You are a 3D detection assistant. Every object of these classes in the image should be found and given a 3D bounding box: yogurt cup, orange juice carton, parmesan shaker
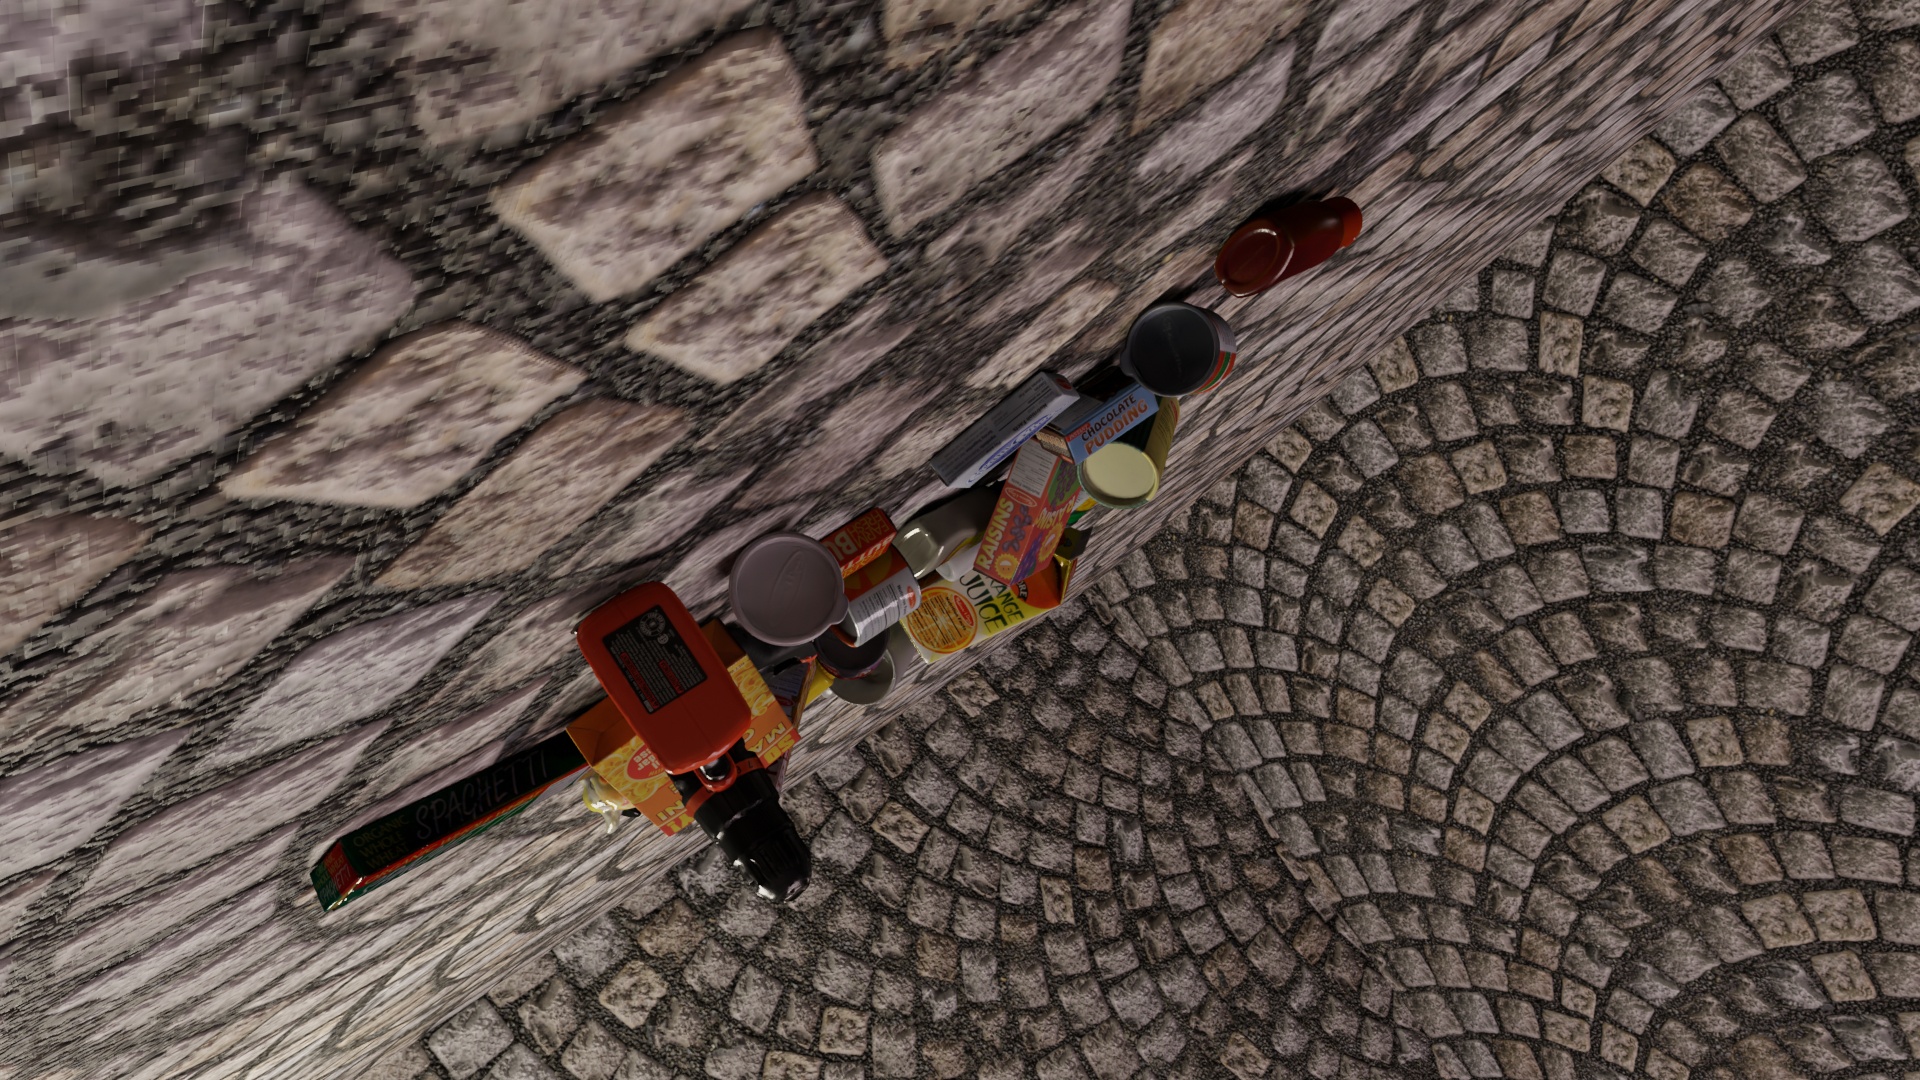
[{"bbox_3d":[-0.108,0.031,0.842,0.072,0.072,0.054,-34,180,-15],"label":"yogurt cup"},{"bbox_3d":[0.038,0.039,1.313,0.192,0.073,0.072,-26,-168,21],"label":"orange juice carton"},{"bbox_3d":[0.132,-0.081,1.095,0.071,0.071,0.103,-42,-166,37],"label":"parmesan shaker"}]

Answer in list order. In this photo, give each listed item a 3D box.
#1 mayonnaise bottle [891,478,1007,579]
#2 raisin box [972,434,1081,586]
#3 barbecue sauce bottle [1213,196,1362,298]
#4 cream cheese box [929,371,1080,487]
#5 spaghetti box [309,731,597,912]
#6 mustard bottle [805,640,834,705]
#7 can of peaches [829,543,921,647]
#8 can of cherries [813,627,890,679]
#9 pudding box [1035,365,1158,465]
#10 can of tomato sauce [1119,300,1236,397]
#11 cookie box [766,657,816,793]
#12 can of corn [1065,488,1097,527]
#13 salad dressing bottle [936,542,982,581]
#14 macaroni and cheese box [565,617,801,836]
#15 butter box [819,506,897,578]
[{"bbox_3d":[0.004,-0.014,1.147,0.149,0.041,0.064,-28,167,-49],"label":"mayonnaise bottle"},{"bbox_3d":[0.061,-0.030,1.131,0.086,0.040,0.123,-24,138,-63],"label":"raisin box"},{"bbox_3d":[0.237,-0.211,0.973,0.149,0.044,0.064,-29,170,-47],"label":"barbecue sauce bottle"},{"bbox_3d":[0.030,-0.076,0.950,0.103,0.024,0.053,-38,171,16],"label":"cream cheese box"},{"bbox_3d":[-0.308,0.170,0.919,0.050,0.029,0.251,-41,171,33],"label":"spaghetti box"},{"bbox_3d":[-0.162,0.137,1.309,0.160,0.049,0.065,-37,173,1],"label":"mustard bottle"},{"bbox_3d":[-0.073,0.036,1.028,0.058,0.071,0.071,-33,172,-24],"label":"can of peaches"},{"bbox_3d":[-0.098,0.089,1.222,0.071,0.071,0.058,-34,173,-13],"label":"can of cherries"},{"bbox_3d":[0.101,-0.095,1.044,0.084,0.030,0.050,-34,-149,-15],"label":"pudding box"},{"bbox_3d":[0.158,-0.136,0.996,0.071,0.071,0.083,-39,173,19],"label":"can of tomato sauce"},{"bbox_3d":[-0.165,0.176,1.201,0.122,0.040,0.168,113,-8,-76],"label":"cookie box"},{"bbox_3d":[0.096,-0.055,1.223,0.071,0.071,0.058,-29,169,-43],"label":"can of corn"},{"bbox_3d":[0.038,-0.020,1.264,0.148,0.044,0.064,-35,177,-21],"label":"salad dressing bottle"},{"bbox_3d":[-0.189,0.137,0.980,0.124,0.040,0.165,-37,153,-12],"label":"macaroni and cheese box"},{"bbox_3d":[-0.094,0.018,0.964,0.104,0.024,0.053,-33,173,-19],"label":"butter box"}]
